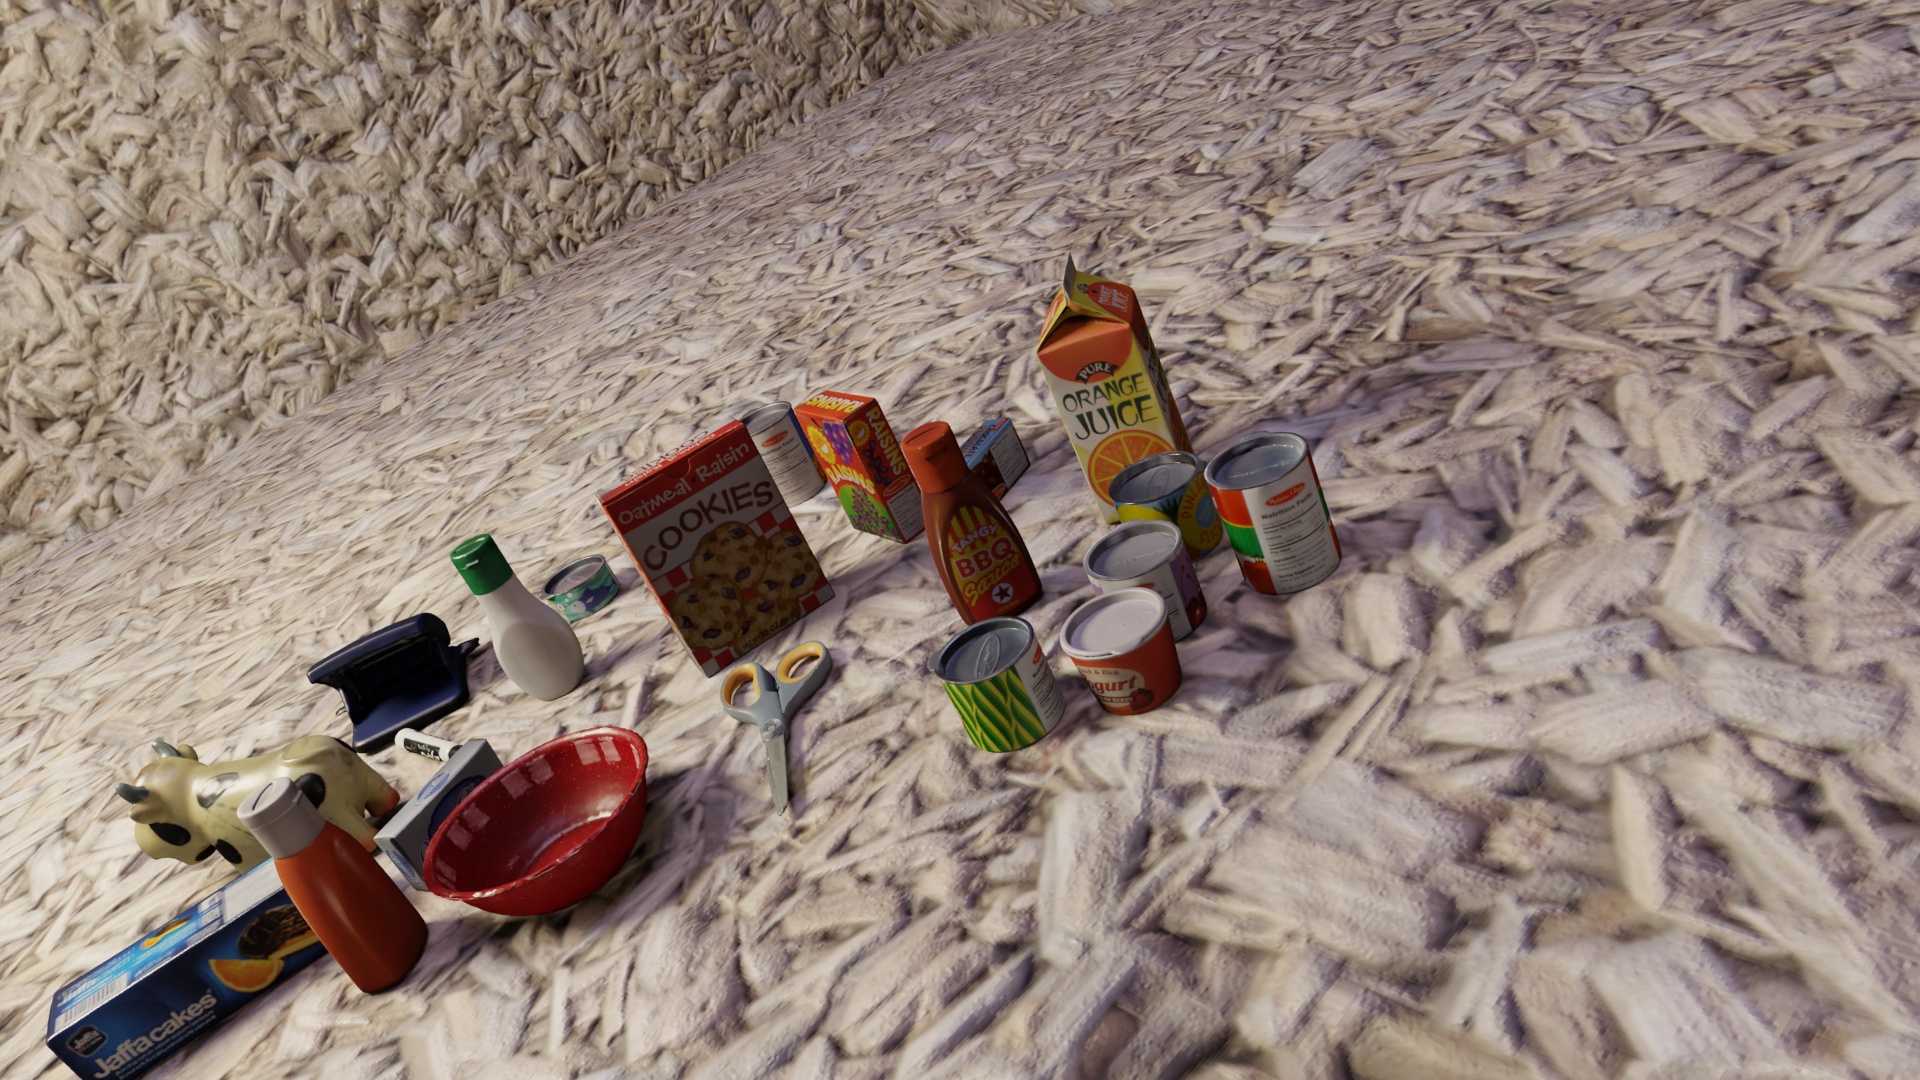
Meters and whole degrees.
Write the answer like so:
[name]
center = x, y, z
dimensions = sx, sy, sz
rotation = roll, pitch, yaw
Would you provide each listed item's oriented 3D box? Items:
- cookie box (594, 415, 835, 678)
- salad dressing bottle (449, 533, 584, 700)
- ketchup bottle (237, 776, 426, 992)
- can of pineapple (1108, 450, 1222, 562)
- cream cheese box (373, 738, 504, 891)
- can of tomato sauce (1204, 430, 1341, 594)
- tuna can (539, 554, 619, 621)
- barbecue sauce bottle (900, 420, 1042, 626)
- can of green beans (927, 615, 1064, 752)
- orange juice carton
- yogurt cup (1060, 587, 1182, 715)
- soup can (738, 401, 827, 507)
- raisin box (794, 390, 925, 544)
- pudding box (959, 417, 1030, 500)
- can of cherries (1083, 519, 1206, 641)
[cookie box]
center = -0.189, 0.005, 1.083
dimensions = 0.123, 0.166, 0.040
rotation = -33, 27, -17
[salad dressing bottle]
center = -0.367, 0.063, 1.149
dimensions = 0.064, 0.147, 0.044
rotation = -25, 26, -1
[ketchup bottle]
center = -0.402, 0.217, 0.890
dimensions = 0.043, 0.148, 0.065
rotation = -22, 26, 6
[can of pineapple]
center = 0.145, -0.021, 0.970
dimensions = 0.071, 0.057, 0.071
rotation = -20, 26, 10
[cream cheese box]
center = -0.370, 0.198, 1.008
dimensions = 0.024, 0.053, 0.104
rotation = -7, 31, 33
[can of tomato sauce]
center = 0.200, -0.018, 0.888
dimensions = 0.071, 0.082, 0.071
rotation = -20, 26, 10
[tuna can]
center = -0.358, 0.046, 1.304
dimensions = 0.071, 0.032, 0.071
rotation = -20, 26, 10
[barbecue sauce bottle]
center = 0.003, -0.012, 0.972
dimensions = 0.065, 0.148, 0.044
rotation = -28, 26, -6
[can of green beans]
center = 0.025, 0.090, 0.866
dimensions = 0.071, 0.057, 0.071
rotation = -20, 26, 10
[orange juice carton]
center = 0.110, -0.115, 1.022
dimensions = 0.073, 0.192, 0.072
rotation = -16, 27, 18
[yogurt cup]
center = 0.101, 0.069, 0.844
dimensions = 0.072, 0.053, 0.073
rotation = -20, 26, 10
[soup can]
center = -0.175, -0.082, 1.328
dimensions = 0.071, 0.083, 0.072
rotation = -20, 26, 10
[raisin box]
center = -0.081, -0.062, 1.167
dimensions = 0.040, 0.123, 0.086
rotation = -37, 28, -23
[pudding box]
center = 0.021, -0.061, 1.161
dimensions = 0.030, 0.049, 0.084
rotation = -3, 34, 38
[can of cherries]
center = 0.121, 0.027, 0.900
dimensions = 0.071, 0.058, 0.072
rotation = -20, 26, 10
